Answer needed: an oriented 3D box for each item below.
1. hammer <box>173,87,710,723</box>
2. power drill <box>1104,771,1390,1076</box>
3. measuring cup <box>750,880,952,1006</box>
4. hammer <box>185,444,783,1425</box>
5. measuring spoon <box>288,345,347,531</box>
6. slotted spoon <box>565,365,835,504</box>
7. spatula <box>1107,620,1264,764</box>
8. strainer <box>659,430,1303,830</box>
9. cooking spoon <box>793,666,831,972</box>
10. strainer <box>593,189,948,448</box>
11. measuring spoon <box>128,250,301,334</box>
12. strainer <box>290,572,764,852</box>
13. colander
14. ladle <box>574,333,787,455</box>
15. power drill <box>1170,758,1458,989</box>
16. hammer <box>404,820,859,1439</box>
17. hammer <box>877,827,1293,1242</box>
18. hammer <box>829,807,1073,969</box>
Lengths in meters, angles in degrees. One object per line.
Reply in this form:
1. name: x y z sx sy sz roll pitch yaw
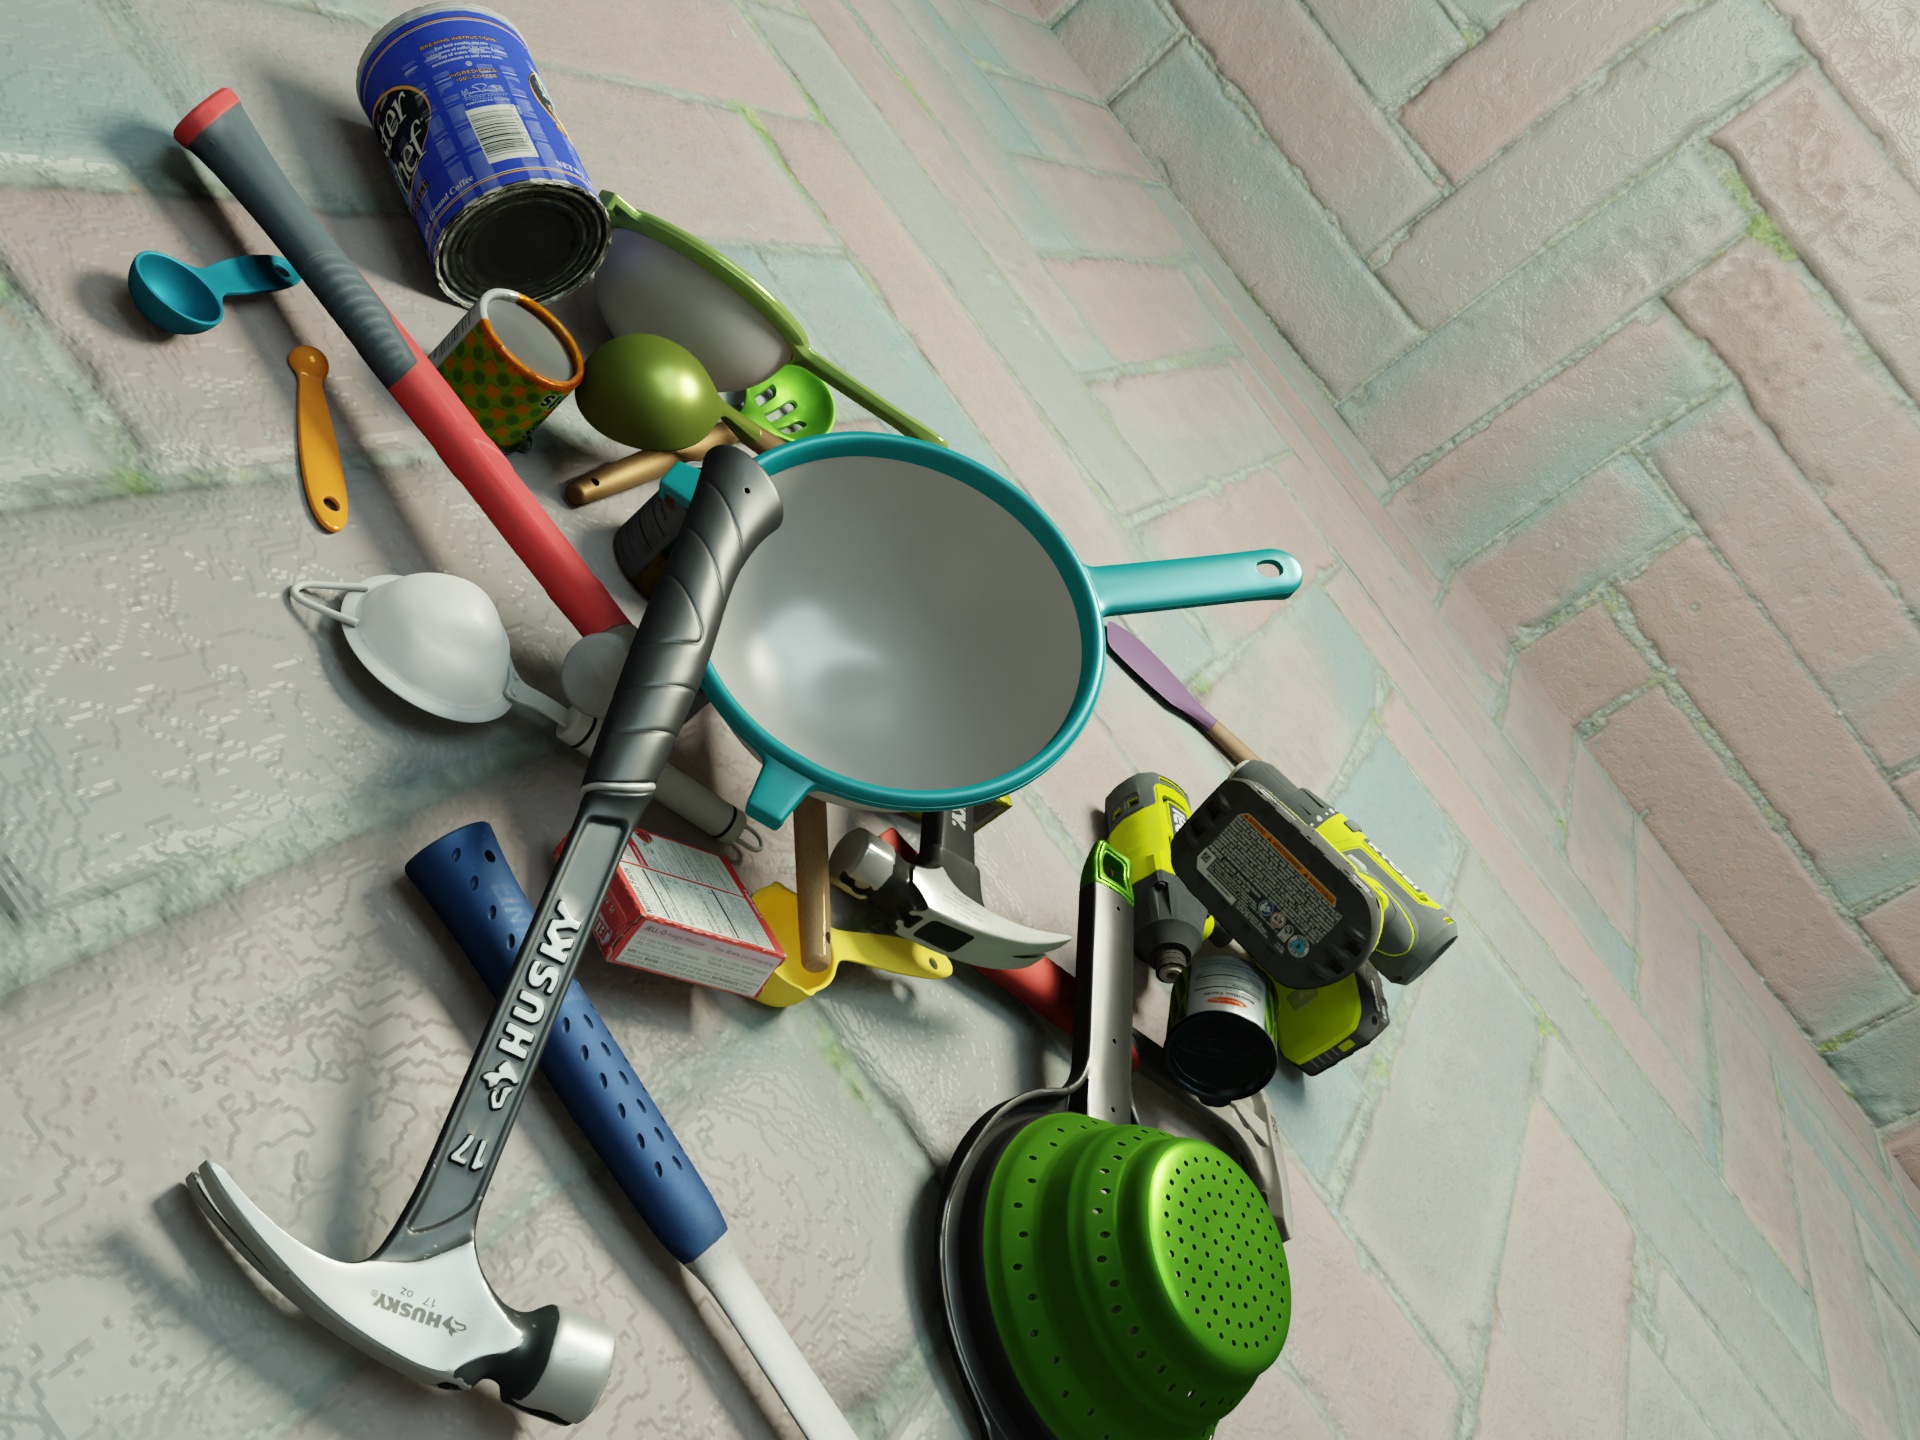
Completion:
1. hammer: -0.253 -0.153 0.781 0.386 0.038 0.143 51 6 7
2. power drill: 0.196 0.152 1.121 0.223 0.080 0.171 34 31 -25
3. measuring cup: -0.060 0.122 0.805 0.156 0.029 0.062 20 41 -50
4. hammer: -0.146 0.042 0.622 0.149 0.036 0.409 31 51 -22
5. measuring spoon: -0.300 -0.135 0.747 0.021 0.011 0.117 19 42 -48
6. slotted spoon: -0.160 -0.179 1.006 0.070 0.031 0.314 51 29 -4
7. spatula: 0.237 0.018 1.404 0.315 0.018 0.060 41 28 -20
8. strainer: 0.016 -0.042 0.818 0.340 0.095 0.211 -8 64 -24
9. cooking spoon: -0.082 -0.010 0.842 0.068 0.017 0.319 52 25 -49
10. strainer: -0.130 -0.219 0.998 0.256 0.069 0.151 33 -6 -4
11. measuring spoon: -0.350 -0.203 0.752 0.042 0.021 0.129 48 18 -12
12. strainer: -0.185 -0.004 0.745 0.258 0.050 0.087 38 25 -33
13. colander: 0.098 0.207 0.818 0.204 0.094 0.397 36 39 -27
14. ladle: -0.127 -0.161 0.990 0.078 0.062 0.320 48 10 21
15. power drill: 0.226 0.096 1.055 0.191 0.080 0.228 47 17 22
16. hammer: -0.096 0.217 0.621 0.405 0.035 0.144 55 27 5
17. hammer: 0.069 0.177 0.931 0.358 0.036 0.149 38 30 -28
18. hammer: -0.001 -0.003 0.932 0.146 0.035 0.335 34 36 -28
